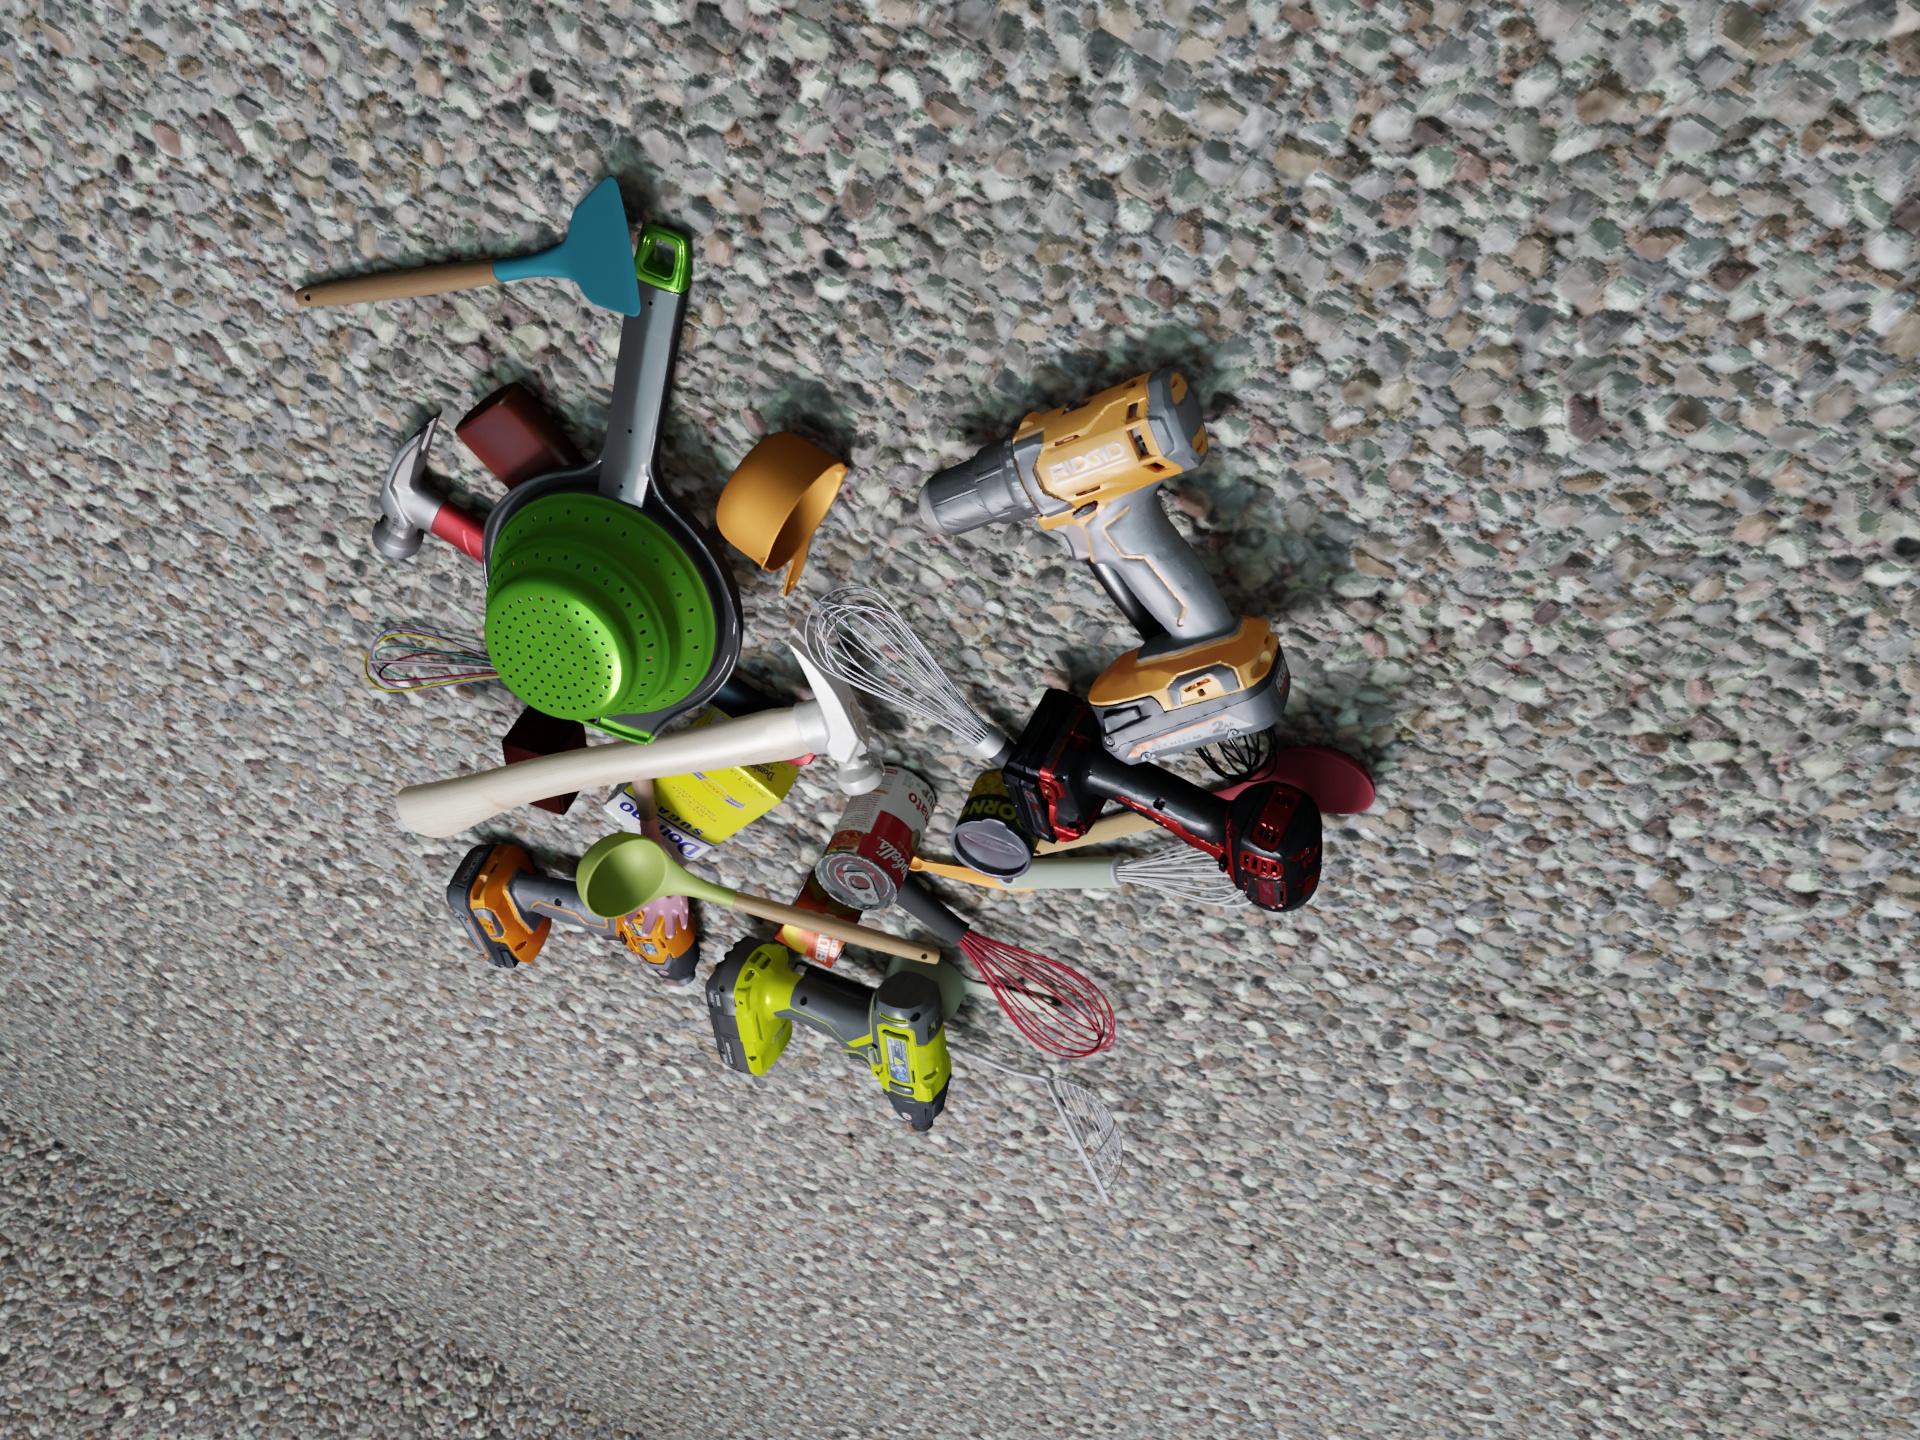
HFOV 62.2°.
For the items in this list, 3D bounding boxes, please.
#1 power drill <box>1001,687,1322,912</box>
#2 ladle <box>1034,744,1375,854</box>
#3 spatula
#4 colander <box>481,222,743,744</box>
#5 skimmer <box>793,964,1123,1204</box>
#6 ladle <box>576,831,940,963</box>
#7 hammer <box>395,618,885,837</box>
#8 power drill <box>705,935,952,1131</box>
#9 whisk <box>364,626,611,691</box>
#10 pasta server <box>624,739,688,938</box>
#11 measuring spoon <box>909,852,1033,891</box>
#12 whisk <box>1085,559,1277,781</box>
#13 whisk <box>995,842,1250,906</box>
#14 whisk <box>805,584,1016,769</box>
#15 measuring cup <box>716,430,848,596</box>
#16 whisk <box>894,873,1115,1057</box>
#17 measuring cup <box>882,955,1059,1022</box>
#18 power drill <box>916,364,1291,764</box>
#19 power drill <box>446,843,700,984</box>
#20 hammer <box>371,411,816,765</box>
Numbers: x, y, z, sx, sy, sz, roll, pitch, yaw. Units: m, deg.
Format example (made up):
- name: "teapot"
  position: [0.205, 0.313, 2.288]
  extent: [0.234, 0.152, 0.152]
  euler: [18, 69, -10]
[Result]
- name: "power drill"
  position: [0.148, 0.067, 1.114]
  extent: [0.220, 0.078, 0.143]
  euler: [21, 159, 23]
- name: "ladle"
  position: [0.168, 0.068, 1.194]
  extent: [0.315, 0.031, 0.069]
  euler: [-18, 123, 40]
- name: "spatula"
  position: [-0.328, -0.293, 1.039]
  extent: [0.317, 0.044, 0.082]
  euler: [1, 109, 27]
- name: "colander"
  position: [-0.242, -0.131, 1.066]
  extent: [0.204, 0.094, 0.396]
  euler: [22, 125, 5]
- name: "skimmer"
  position: [-0.007, 0.344, 1.517]
  extent: [0.363, 0.090, 0.127]
  euler: [23, 171, 5]
- name: "ladle"
  position: [-0.166, 0.164, 1.345]
  extent: [0.320, 0.062, 0.078]
  euler: [18, 107, -14]
- name: "hammer"
  position: [-0.272, 0.026, 1.252]
  extent: [0.410, 0.038, 0.146]
  euler: [-11, 124, 18]
- name: "power drill"
  position: [-0.116, 0.292, 1.473]
  extent: [0.223, 0.080, 0.171]
  euler: [12, 127, 24]
- name: "whisk"
  position: [-0.395, -0.041, 1.336]
  extent: [0.245, 0.047, 0.051]
  euler: [5, 134, 16]
- name: "pasta server"
  position: [-0.264, 0.066, 1.322]
  extent: [0.060, 0.040, 0.316]
  euler: [4, 133, 2]
- name: "measuring spoon"
  position: [0.008, 0.127, 1.347]
  extent: [0.117, 0.011, 0.021]
  euler: [11, 138, 10]
- name: "whisk"
  position: [0.144, -0.048, 1.071]
  extent: [0.055, 0.055, 0.238]
  euler: [-19, 119, 38]
- name: "whisk"
  position: [0.132, 0.119, 1.254]
  extent: [0.246, 0.059, 0.058]
  euler: [-5, 95, 34]
- name: "whisk"
  position: [-0.002, -0.004, 1.182]
  extent: [0.284, 0.070, 0.070]
  euler: [39, 137, -24]
- name: "measuring cup"
  position: [-0.129, -0.135, 1.096]
  extent: [0.052, 0.095, 0.173]
  euler: [36, 159, 3]
- name: "whisk"
  position: [0.016, 0.199, 1.384]
  extent: [0.295, 0.073, 0.073]
  euler: [38, 137, -6]
- name: "measuring cup"
  position: [0.006, 0.259, 1.460]
  extent: [0.167, 0.038, 0.083]
  euler: [11, 137, 18]
- name: "power drill"
  position: [0.090, -0.088, 0.993]
  extent: [0.185, 0.084, 0.226]
  euler: [-16, 111, 27]
- name: "power drill"
  position: [-0.363, 0.194, 1.540]
  extent: [0.226, 0.084, 0.164]
  euler: [2, 135, 18]
- name: "hammer"
  position: [-0.267, -0.087, 1.230]
  extent: [0.386, 0.038, 0.143]
  euler: [32, 137, -8]
